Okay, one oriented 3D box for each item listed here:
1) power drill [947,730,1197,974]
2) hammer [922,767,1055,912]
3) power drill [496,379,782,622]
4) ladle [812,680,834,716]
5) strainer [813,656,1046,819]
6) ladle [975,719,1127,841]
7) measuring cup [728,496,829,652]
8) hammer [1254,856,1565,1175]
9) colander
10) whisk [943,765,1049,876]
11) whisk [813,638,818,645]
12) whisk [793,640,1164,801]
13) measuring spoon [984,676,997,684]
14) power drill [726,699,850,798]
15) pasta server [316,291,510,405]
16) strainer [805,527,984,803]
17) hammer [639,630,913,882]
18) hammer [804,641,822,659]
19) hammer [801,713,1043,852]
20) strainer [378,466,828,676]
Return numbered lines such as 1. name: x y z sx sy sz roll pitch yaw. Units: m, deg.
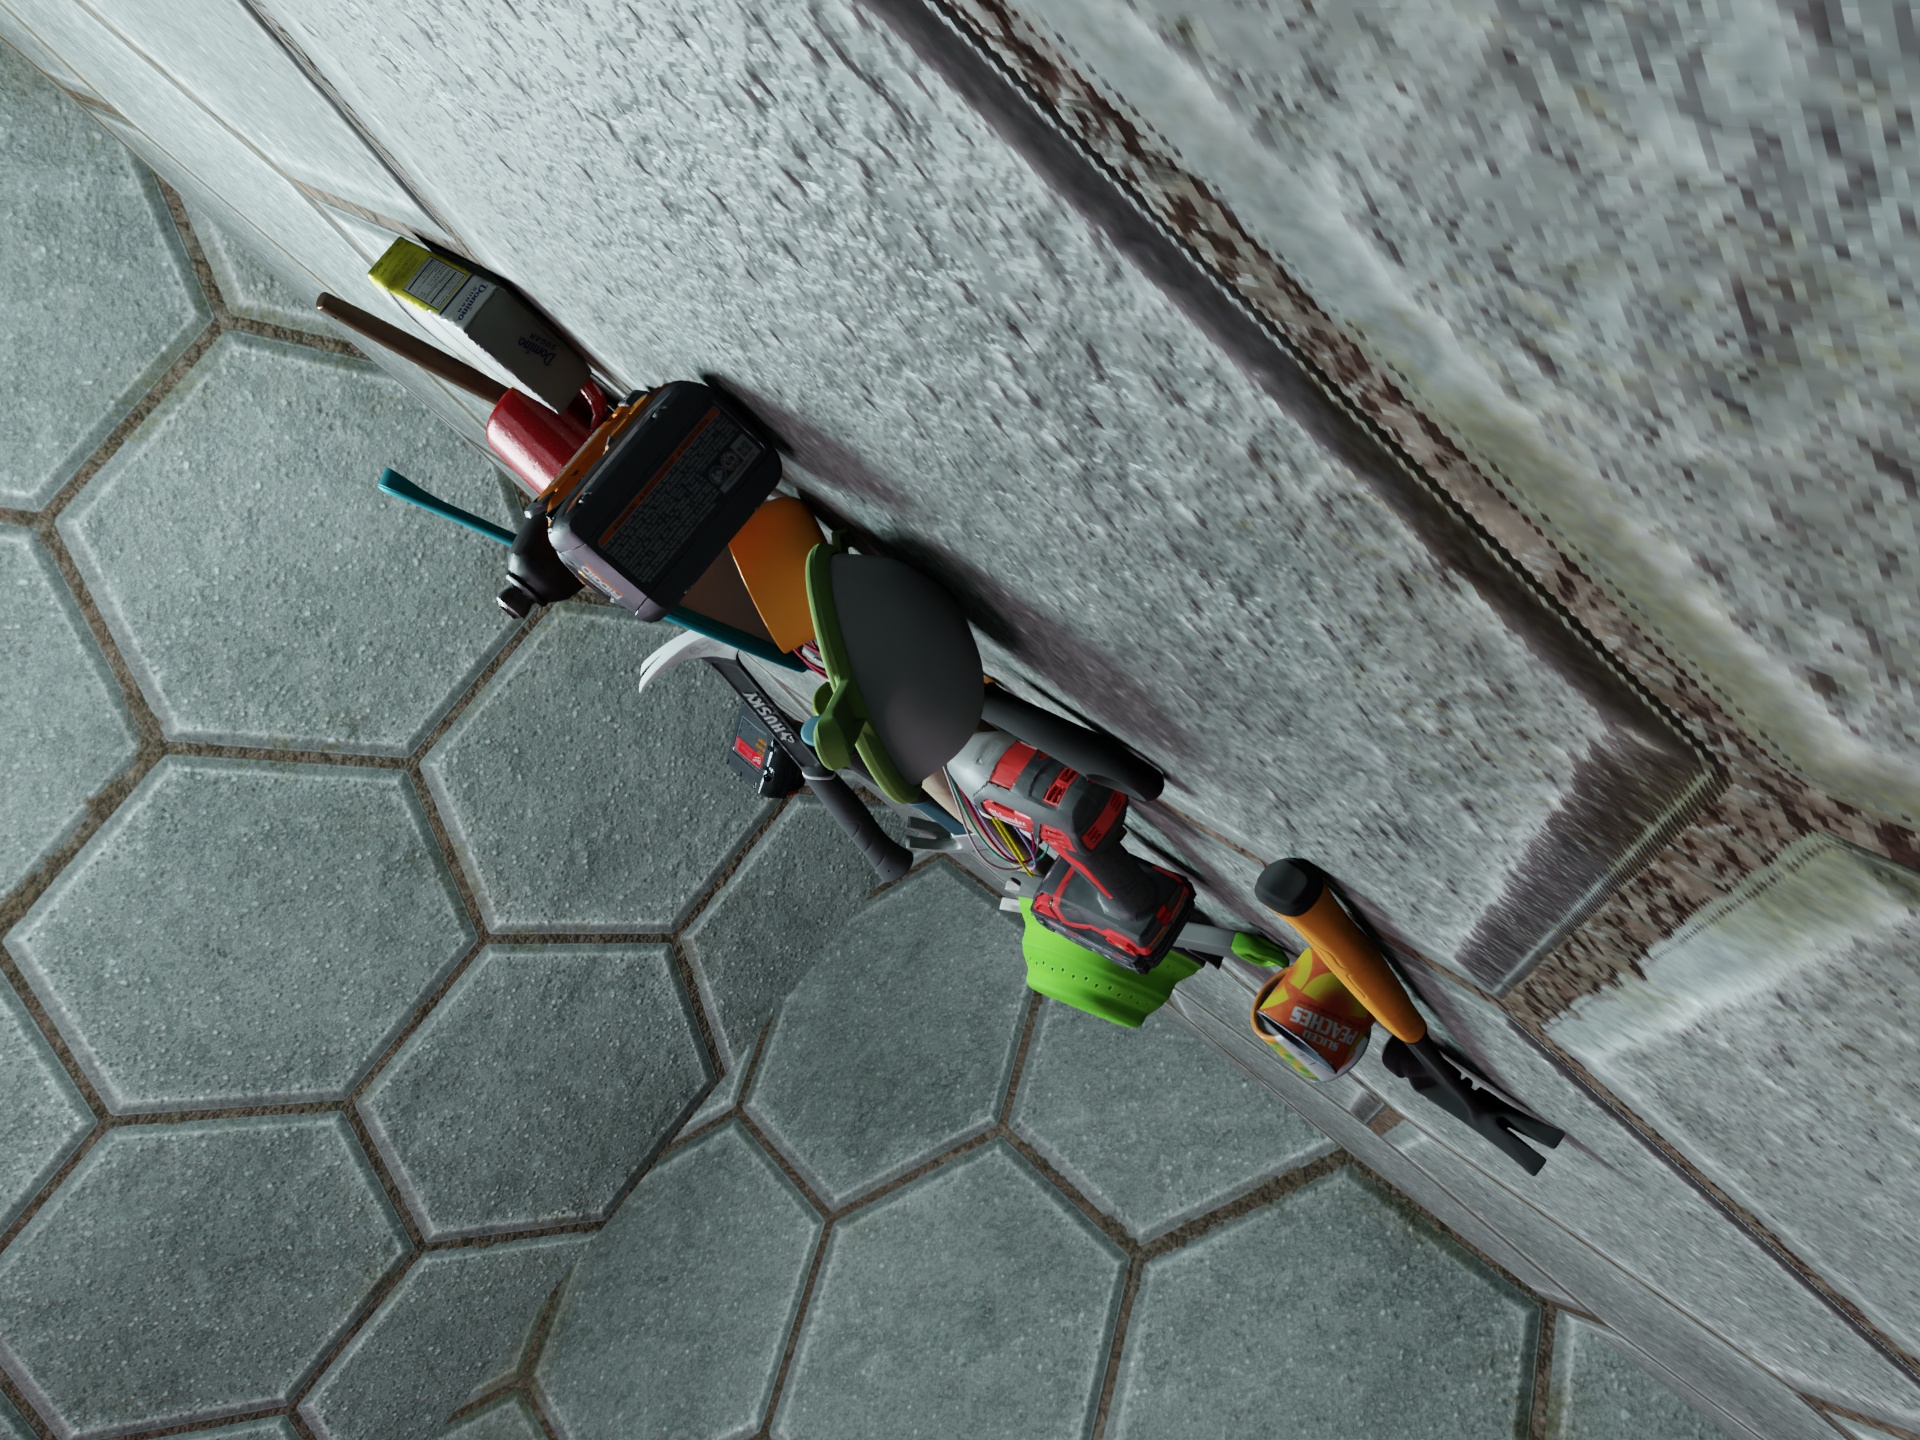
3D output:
1. power drill: 0.074 0.085 1.128 0.143 0.078 0.219 22 160 37
2. hammer: 0.023 0.099 1.460 0.146 0.038 0.410 3 155 31
3. power drill: -0.199 -0.118 0.921 0.084 0.164 0.227 42 171 -23
4. ladle: -0.049 -0.001 1.445 0.320 0.078 0.062 10 113 62
5. strainer: -0.018 0.020 1.263 0.258 0.050 0.087 36 180 -26
6. ladle: -0.002 -0.004 1.226 0.315 0.031 0.069 36 172 7
7. measuring cup: -0.111 -0.117 0.981 0.174 0.052 0.095 -111 -3 -47
8. hammer: 0.258 0.172 0.940 0.127 0.034 0.336 34 172 45
9. colander: 0.152 0.211 1.345 0.204 0.094 0.397 25 170 -17
10. whisk: -0.007 0.022 1.197 0.244 0.051 0.047 56 -148 -17
11. whisk: -0.157 -0.104 1.301 0.284 0.070 0.070 37 175 -22
12. whisk: -0.001 -0.021 0.974 0.296 0.073 0.073 28 169 29
13. measuring spoon: -0.010 -0.044 1.072 0.117 0.011 0.021 38 179 43
14. power drill: -0.106 0.044 1.634 0.226 0.080 0.188 9 -168 -32
15. pasta server: -0.348 -0.238 1.213 0.060 0.040 0.316 9 169 41
16. strainer: -0.029 -0.023 0.821 0.256 0.069 0.151 -79 -31 -77
17. hammer: -0.147 0.041 1.496 0.408 0.149 0.036 56 -157 -46
18. hammer: -0.191 -0.124 1.421 0.334 0.035 0.146 39 173 -7
19. hammer: -0.044 0.064 1.483 0.128 0.033 0.330 -10 155 25
20. strainer: -0.234 -0.134 1.106 0.340 0.095 0.211 24 179 -45
